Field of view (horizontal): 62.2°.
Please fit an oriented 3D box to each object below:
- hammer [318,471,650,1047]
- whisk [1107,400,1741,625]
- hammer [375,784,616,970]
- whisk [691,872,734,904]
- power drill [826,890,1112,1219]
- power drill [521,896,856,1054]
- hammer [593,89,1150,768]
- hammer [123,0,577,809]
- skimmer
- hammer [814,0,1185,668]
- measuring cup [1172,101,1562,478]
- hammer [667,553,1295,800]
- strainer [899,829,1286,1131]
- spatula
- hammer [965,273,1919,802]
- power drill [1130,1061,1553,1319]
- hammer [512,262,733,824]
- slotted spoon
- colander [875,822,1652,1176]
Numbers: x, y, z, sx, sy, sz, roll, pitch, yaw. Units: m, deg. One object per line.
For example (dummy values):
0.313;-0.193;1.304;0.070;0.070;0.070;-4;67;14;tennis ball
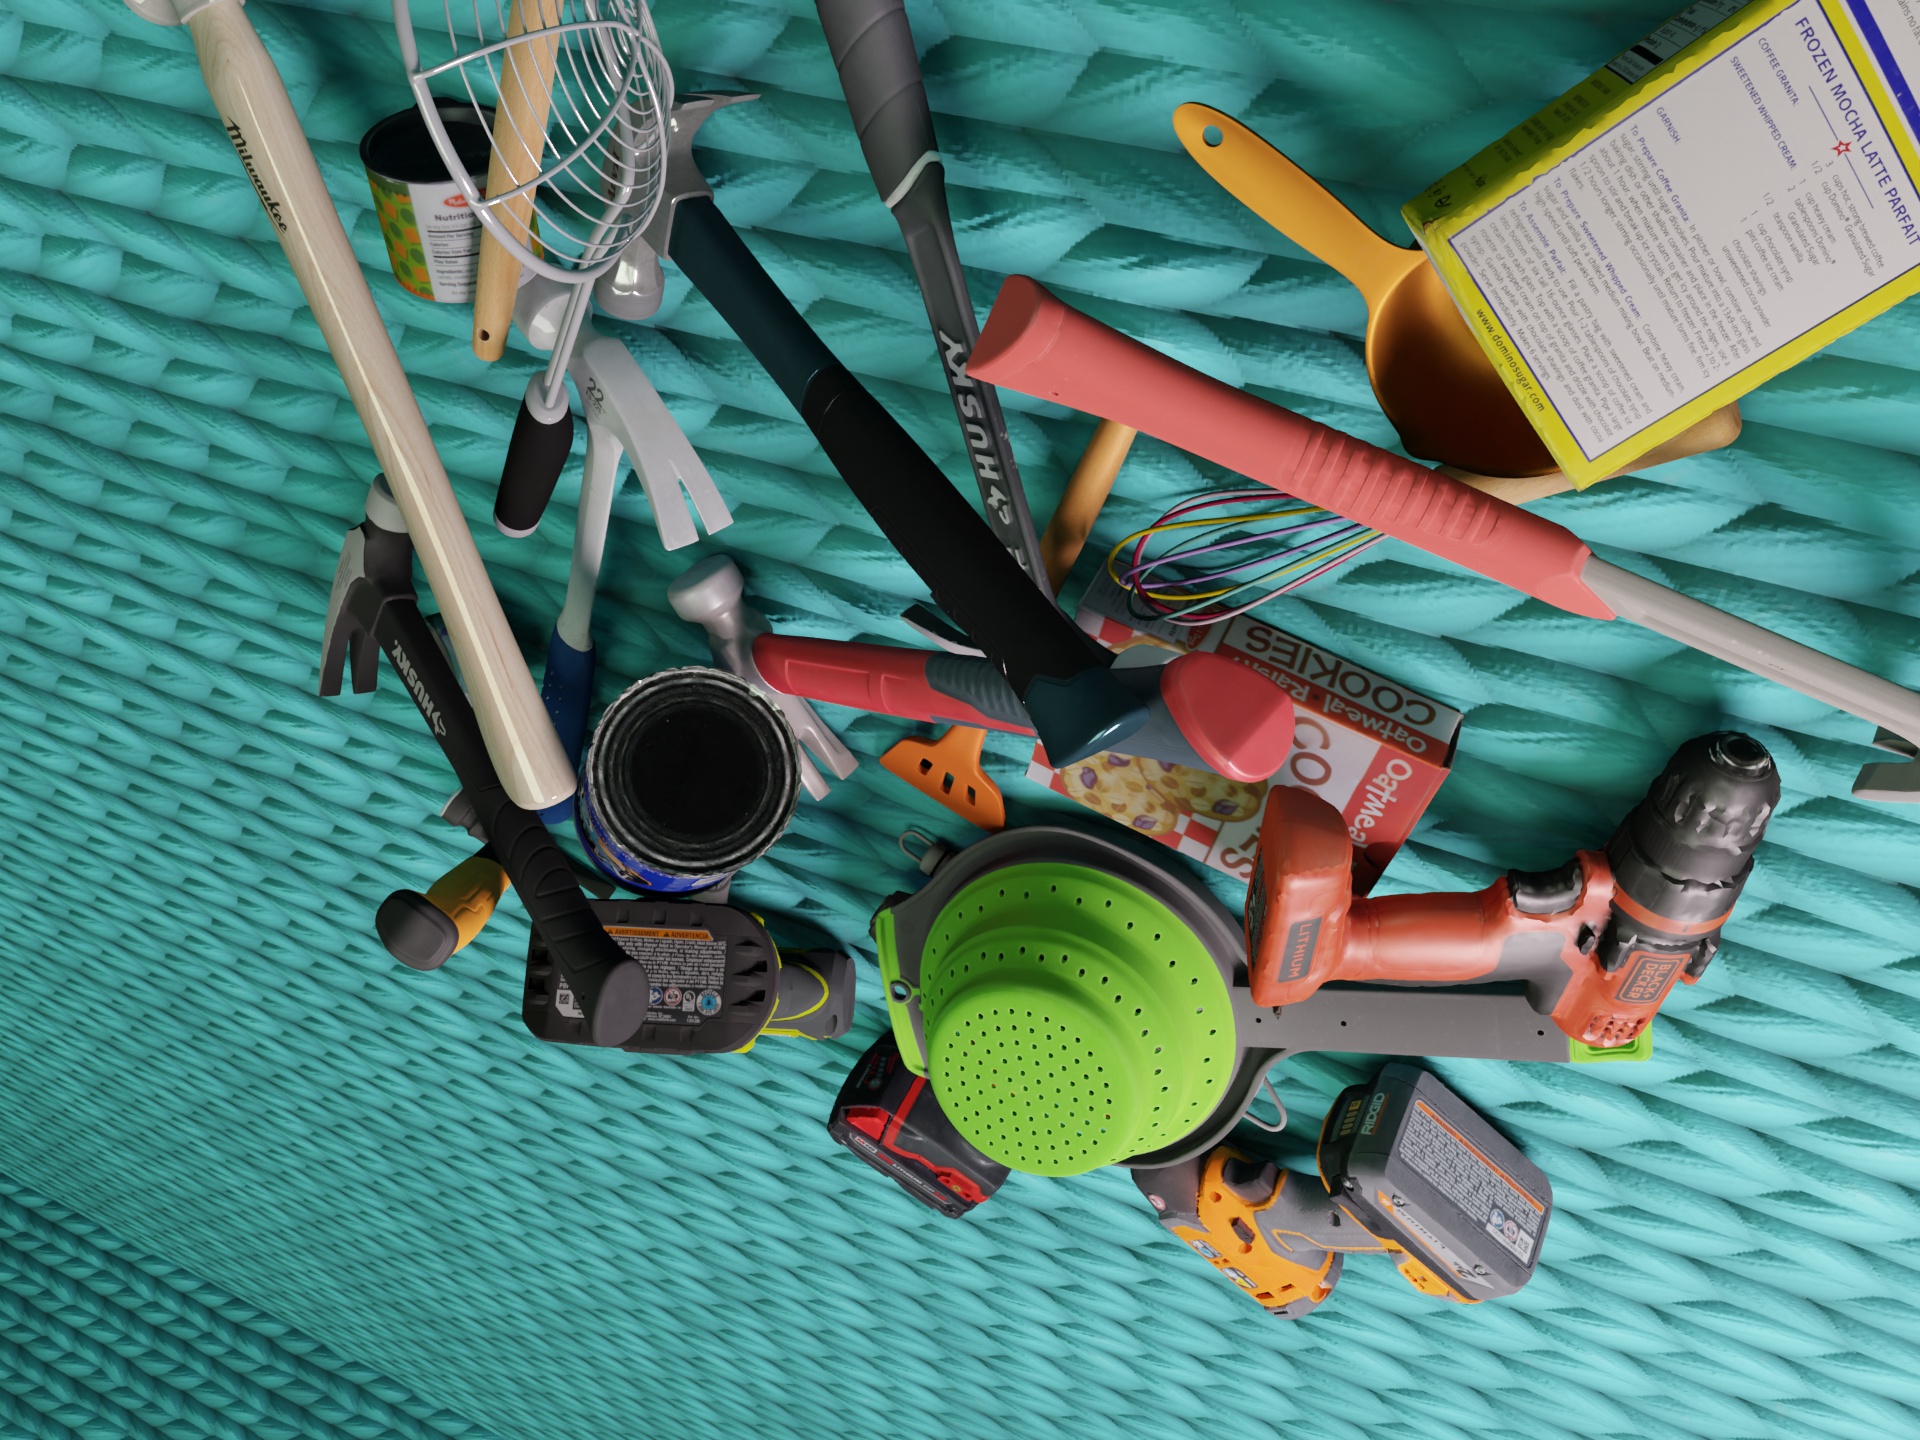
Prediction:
-0.255;0.031;0.842;0.335;0.035;0.146;53;128;25;hammer
0.157;-0.079;0.592;0.245;0.051;0.047;-13;117;39;whisk
-0.276;0.100;0.933;0.127;0.034;0.337;39;178;-8;hammer
-0.157;0.102;0.996;0.055;0.055;0.238;28;145;6;whisk
-0.004;0.204;0.975;0.188;0.080;0.226;36;139;-3;power drill
-0.163;0.154;0.931;0.171;0.080;0.223;2;168;6;power drill
-0.043;-0.110;0.586;0.331;0.033;0.128;52;145;22;hammer
-0.252;-0.145;0.696;0.146;0.038;0.410;13;126;54;hammer
-0.178;-0.159;0.604;0.090;0.127;0.363;7;159;-20;skimmer
-0.014;-0.178;0.581;0.149;0.036;0.408;19;136;46;hammer
0.147;-0.154;0.513;0.173;0.052;0.095;37;141;-1;measuring cup
-0.001;-0.002;0.683;0.386;0.038;0.143;10;138;55;hammer
0.073;0.136;0.878;0.258;0.050;0.087;35;109;8;strainer
0.028;-0.042;0.737;0.081;0.041;0.322;31;137;5;spatula
0.172;-0.059;0.524;0.359;0.037;0.149;24;179;6;hammer
0.194;0.263;0.897;0.164;0.084;0.226;41;145;-9;power drill
-0.203;-0.048;0.851;0.144;0.035;0.405;52;148;15;hammer
-0.153;-0.261;0.582;0.070;0.031;0.313;26;133;0;slotted spoon
0.123;0.160;0.781;0.397;0.094;0.204;-2;109;24;colander
